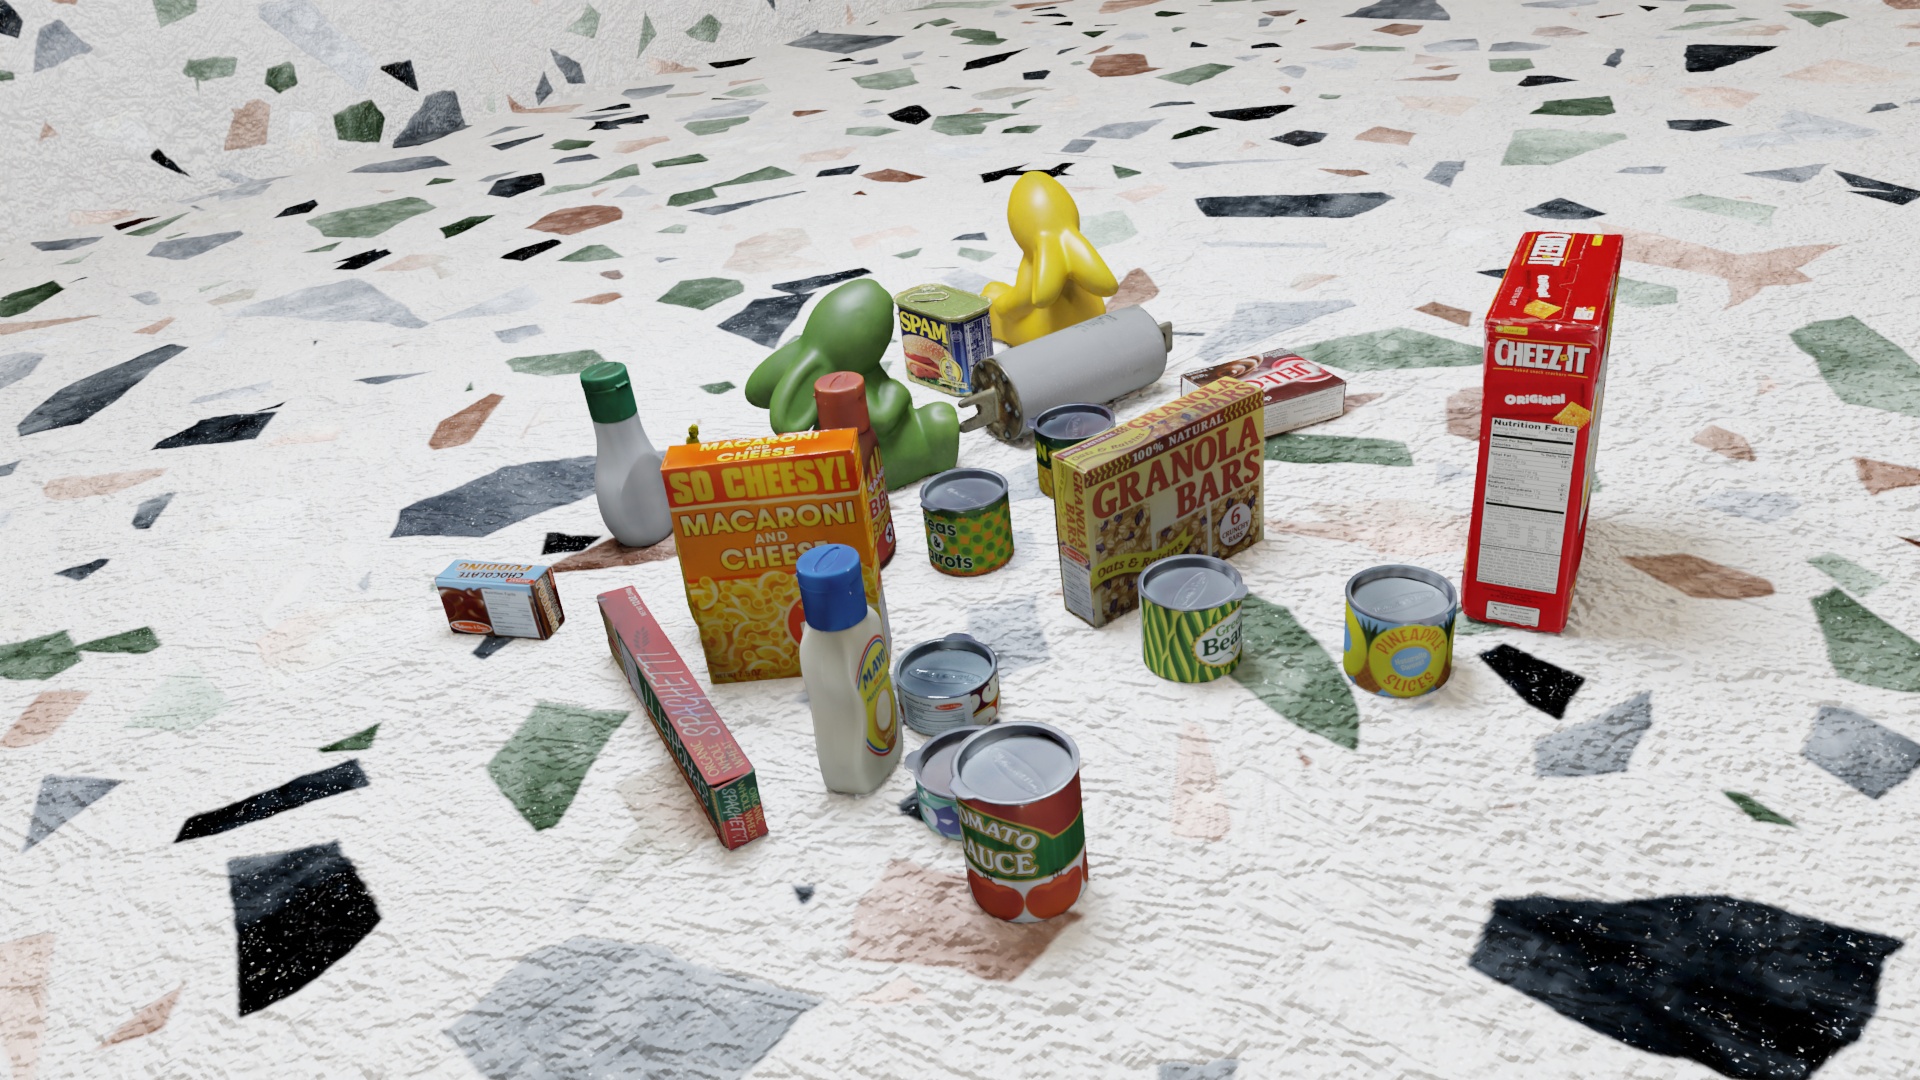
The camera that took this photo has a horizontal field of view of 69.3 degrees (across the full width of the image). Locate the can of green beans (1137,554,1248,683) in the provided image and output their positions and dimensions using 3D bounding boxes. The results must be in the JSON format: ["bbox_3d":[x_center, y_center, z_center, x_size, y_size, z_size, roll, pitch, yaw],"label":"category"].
[{"bbox_3d":[0.149,0.050,0.896,0.071,0.057,0.071,-5,30,3],"label":"can of green beans"}]

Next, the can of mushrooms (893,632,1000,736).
[{"bbox_3d":[-0.007,0.091,0.883,0.071,0.033,0.071,-5,30,3],"label":"can of mushrooms"}]

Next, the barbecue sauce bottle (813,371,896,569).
[{"bbox_3d":[-0.080,-0.051,1.029,0.043,0.147,0.065,2,31,16],"label":"barbecue sauce bottle"}]

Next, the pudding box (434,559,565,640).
[{"bbox_3d":[-0.338,0.043,1.021,0.084,0.049,0.030,3,31,17],"label":"pudding box"}]

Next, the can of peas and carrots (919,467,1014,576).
[{"bbox_3d":[0.004,-0.013,1.036,0.071,0.058,0.071,-5,30,3],"label":"can of peas and carrots"}]

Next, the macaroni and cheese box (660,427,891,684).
[{"bbox_3d":[-0.118,0.012,0.911,0.124,0.165,0.040,-6,30,3],"label":"macaroni and cheese box"}]

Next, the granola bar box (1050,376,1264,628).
[{"bbox_3d":[0.141,-0.029,0.969,0.166,0.123,0.039,-25,34,-28],"label":"granola bar box"}]

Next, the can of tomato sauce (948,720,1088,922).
[{"bbox_3d":[0.031,0.148,0.727,0.071,0.082,0.071,-5,30,3],"label":"can of tomato sauce"}]

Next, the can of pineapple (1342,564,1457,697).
[{"bbox_3d":[0.271,0.057,0.859,0.071,0.057,0.071,-5,30,3],"label":"can of pineapple"}]

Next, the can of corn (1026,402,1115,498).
[{"bbox_3d":[0.091,-0.071,1.118,0.071,0.058,0.071,-5,30,3],"label":"can of corn"}]

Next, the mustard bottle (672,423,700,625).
[{"bbox_3d":[-0.173,-0.011,0.969,0.049,0.159,0.065,-1,30,11],"label":"mustard bottle"}]

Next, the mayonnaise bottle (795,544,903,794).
[{"bbox_3d":[-0.066,0.074,0.811,0.041,0.147,0.065,5,32,21],"label":"mayonnaise bottle"}]

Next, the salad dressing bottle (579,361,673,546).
[{"bbox_3d":[-0.265,-0.068,1.099,0.044,0.147,0.064,14,36,32],"label":"salad dressing bottle"}]

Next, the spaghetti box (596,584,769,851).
[{"bbox_3d":[-0.181,0.104,0.881,0.029,0.050,0.251,-20,32,-21],"label":"spaghetti box"}]

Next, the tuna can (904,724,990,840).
[{"bbox_3d":[0.004,0.139,0.799,0.071,0.032,0.071,-5,30,3],"label":"tuna can"}]
